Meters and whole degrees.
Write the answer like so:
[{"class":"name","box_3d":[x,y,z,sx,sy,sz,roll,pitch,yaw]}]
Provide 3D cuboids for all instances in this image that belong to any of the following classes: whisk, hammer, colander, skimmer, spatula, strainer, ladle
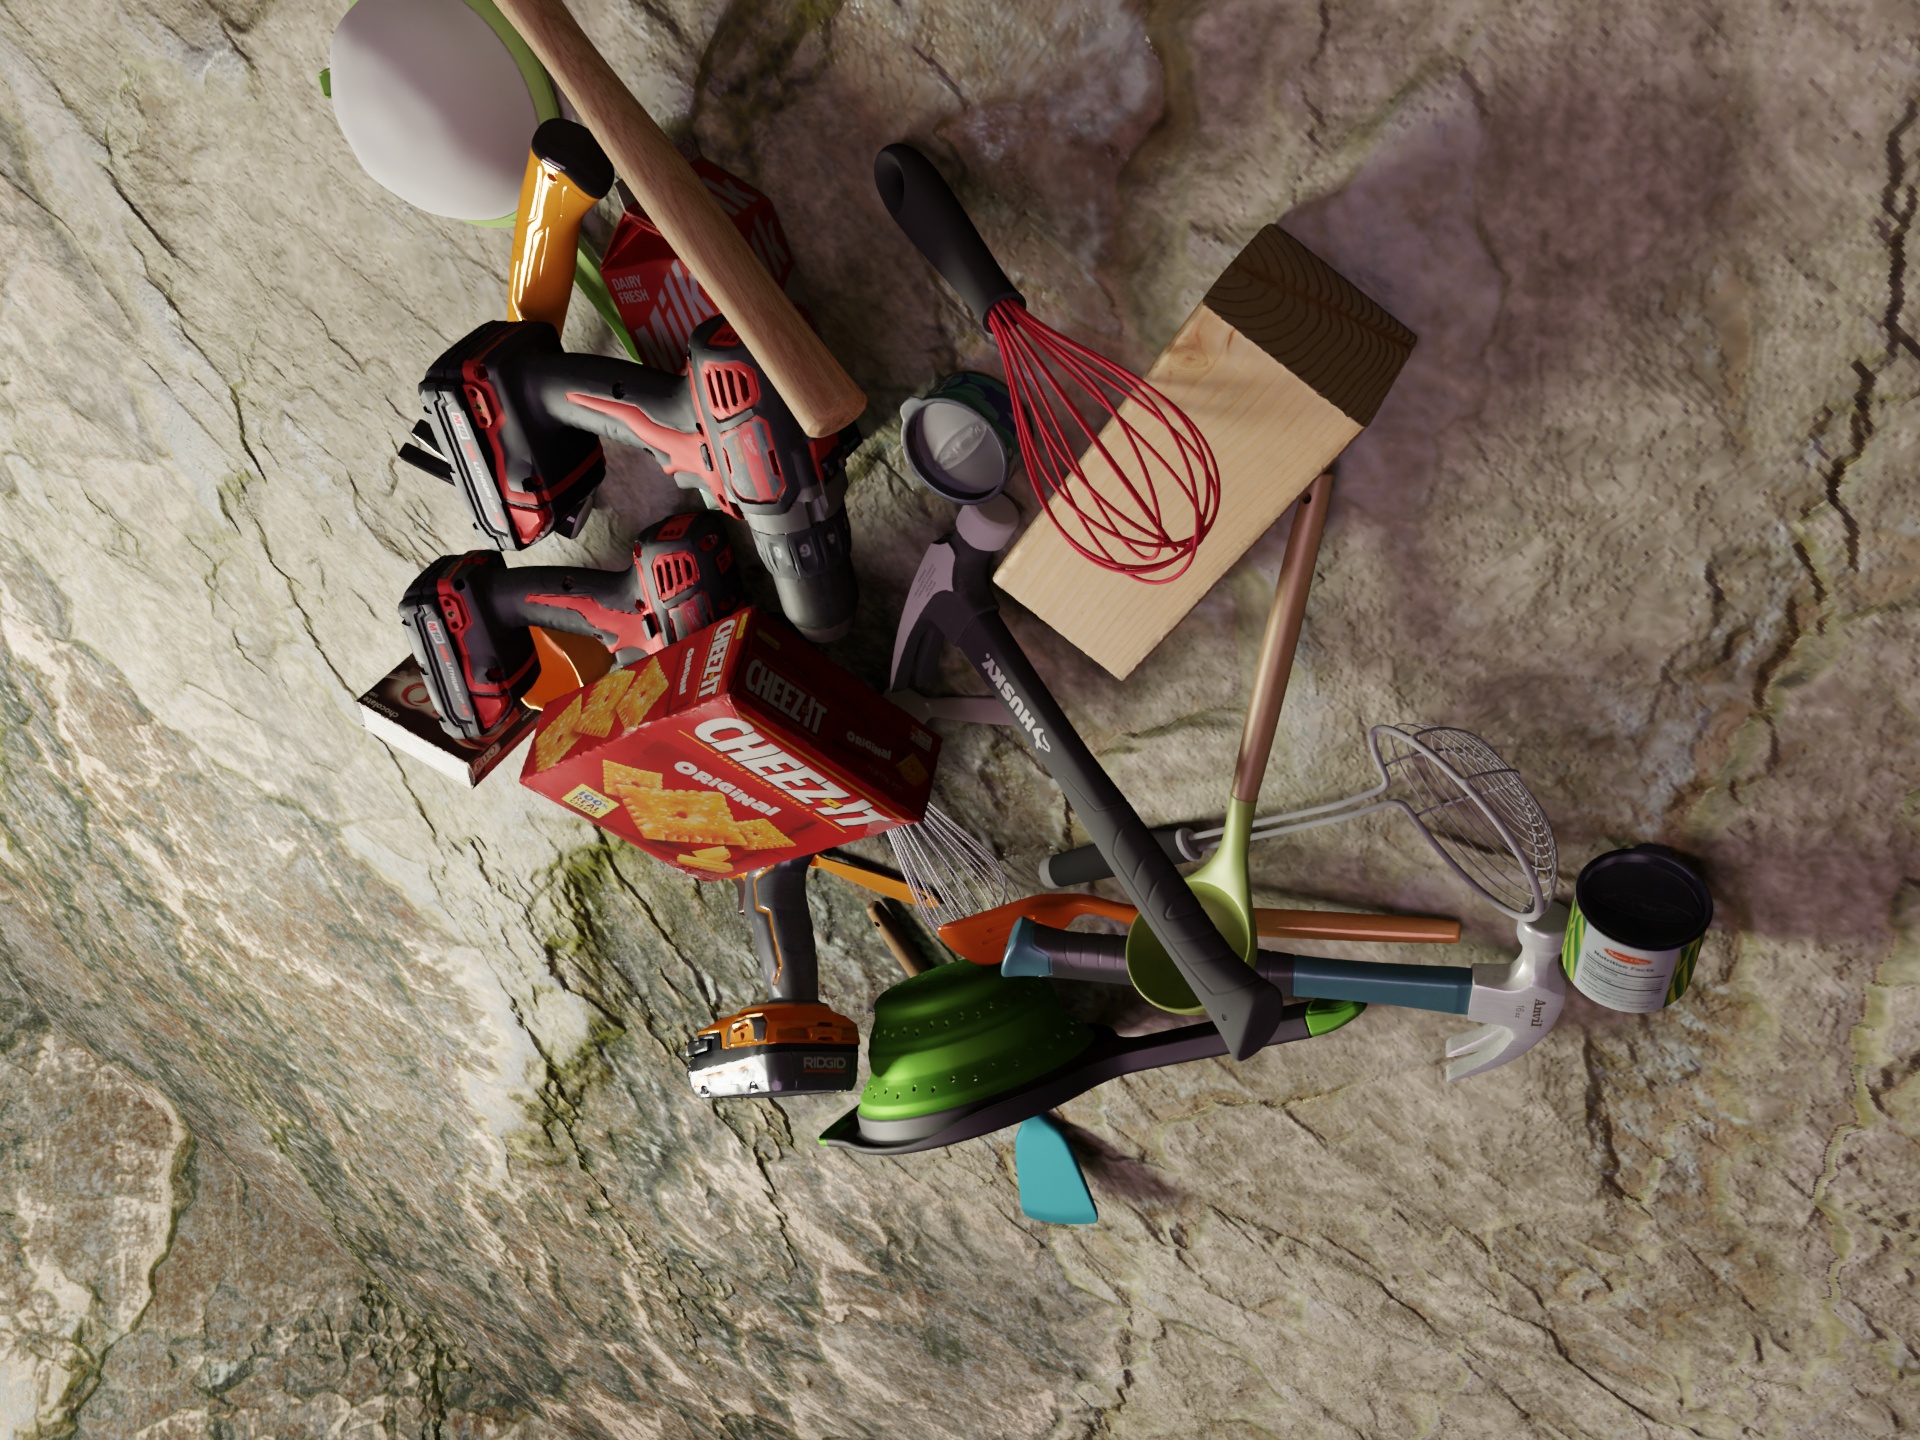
[{"class":"whisk","box_3d":[0.029,-0.173,0.720,0.296,0.073,0.073,59,149,30]},{"class":"hammer","box_3d":[-0.151,-0.271,0.753,0.331,0.130,0.031,53,141,6]},{"class":"colander","box_3d":[0.074,0.200,1.085,0.397,0.204,0.094,-18,90,25]},{"class":"skimmer","box_3d":[0.170,0.080,0.922,0.363,0.090,0.127,-18,116,44]},{"class":"whisk","box_3d":[-0.050,0.044,1.078,0.070,0.070,0.284,-21,108,45]},{"class":"spatula","box_3d":[0.011,0.269,1.246,0.082,0.044,0.317,-13,118,45]},{"class":"hammer","box_3d":[0.186,0.150,0.956,0.331,0.033,0.128,3,127,14]},{"class":"hammer","box_3d":[-0.257,-0.224,0.930,0.127,0.034,0.336,25,149,-9]},{"class":"strainer","box_3d":[-0.270,-0.297,0.901,0.151,0.069,0.256,-24,110,46]},{"class":"spatula","box_3d":[0.145,0.134,0.998,0.323,0.041,0.080,0,155,24]},{"class":"ladle","box_3d":[0.149,0.020,0.847,0.078,0.062,0.320,34,127,40]},{"class":"hammer","box_3d":[0.068,0.040,0.884,0.335,0.035,0.146,56,139,21]}]

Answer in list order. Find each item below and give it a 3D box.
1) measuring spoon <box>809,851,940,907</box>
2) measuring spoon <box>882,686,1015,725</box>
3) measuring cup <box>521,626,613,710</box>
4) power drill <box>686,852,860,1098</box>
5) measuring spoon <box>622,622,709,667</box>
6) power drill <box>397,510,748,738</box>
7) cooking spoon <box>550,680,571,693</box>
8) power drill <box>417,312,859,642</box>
[{"class":"measuring spoon","box_3d":[-0.067,0.115,1.187,0.117,0.011,0.021,18,136,16]},{"class":"measuring spoon","box_3d":[-0.002,-0.003,1.022,0.124,0.018,0.034,3,128,33]},{"class":"measuring cup","box_3d":[-0.260,-0.034,1.153,0.173,0.052,0.095,29,138,6]},{"class":"power drill","box_3d":[-0.143,0.153,1.140,0.084,0.227,0.164,12,160,-41]},{"class":"measuring spoon","box_3d":[-0.211,-0.046,1.127,0.128,0.021,0.042,-25,110,45]},{"class":"power drill","box_3d":[-0.244,-0.055,1.057,0.219,0.079,0.143,-6,118,13]},{"class":"cooking spoon","box_3d":[-0.292,-0.015,1.199,0.319,0.068,0.017,23,109,23]},{"class":"power drill","box_3d":[-0.162,-0.132,0.864,0.227,0.080,0.187,7,131,25]}]
